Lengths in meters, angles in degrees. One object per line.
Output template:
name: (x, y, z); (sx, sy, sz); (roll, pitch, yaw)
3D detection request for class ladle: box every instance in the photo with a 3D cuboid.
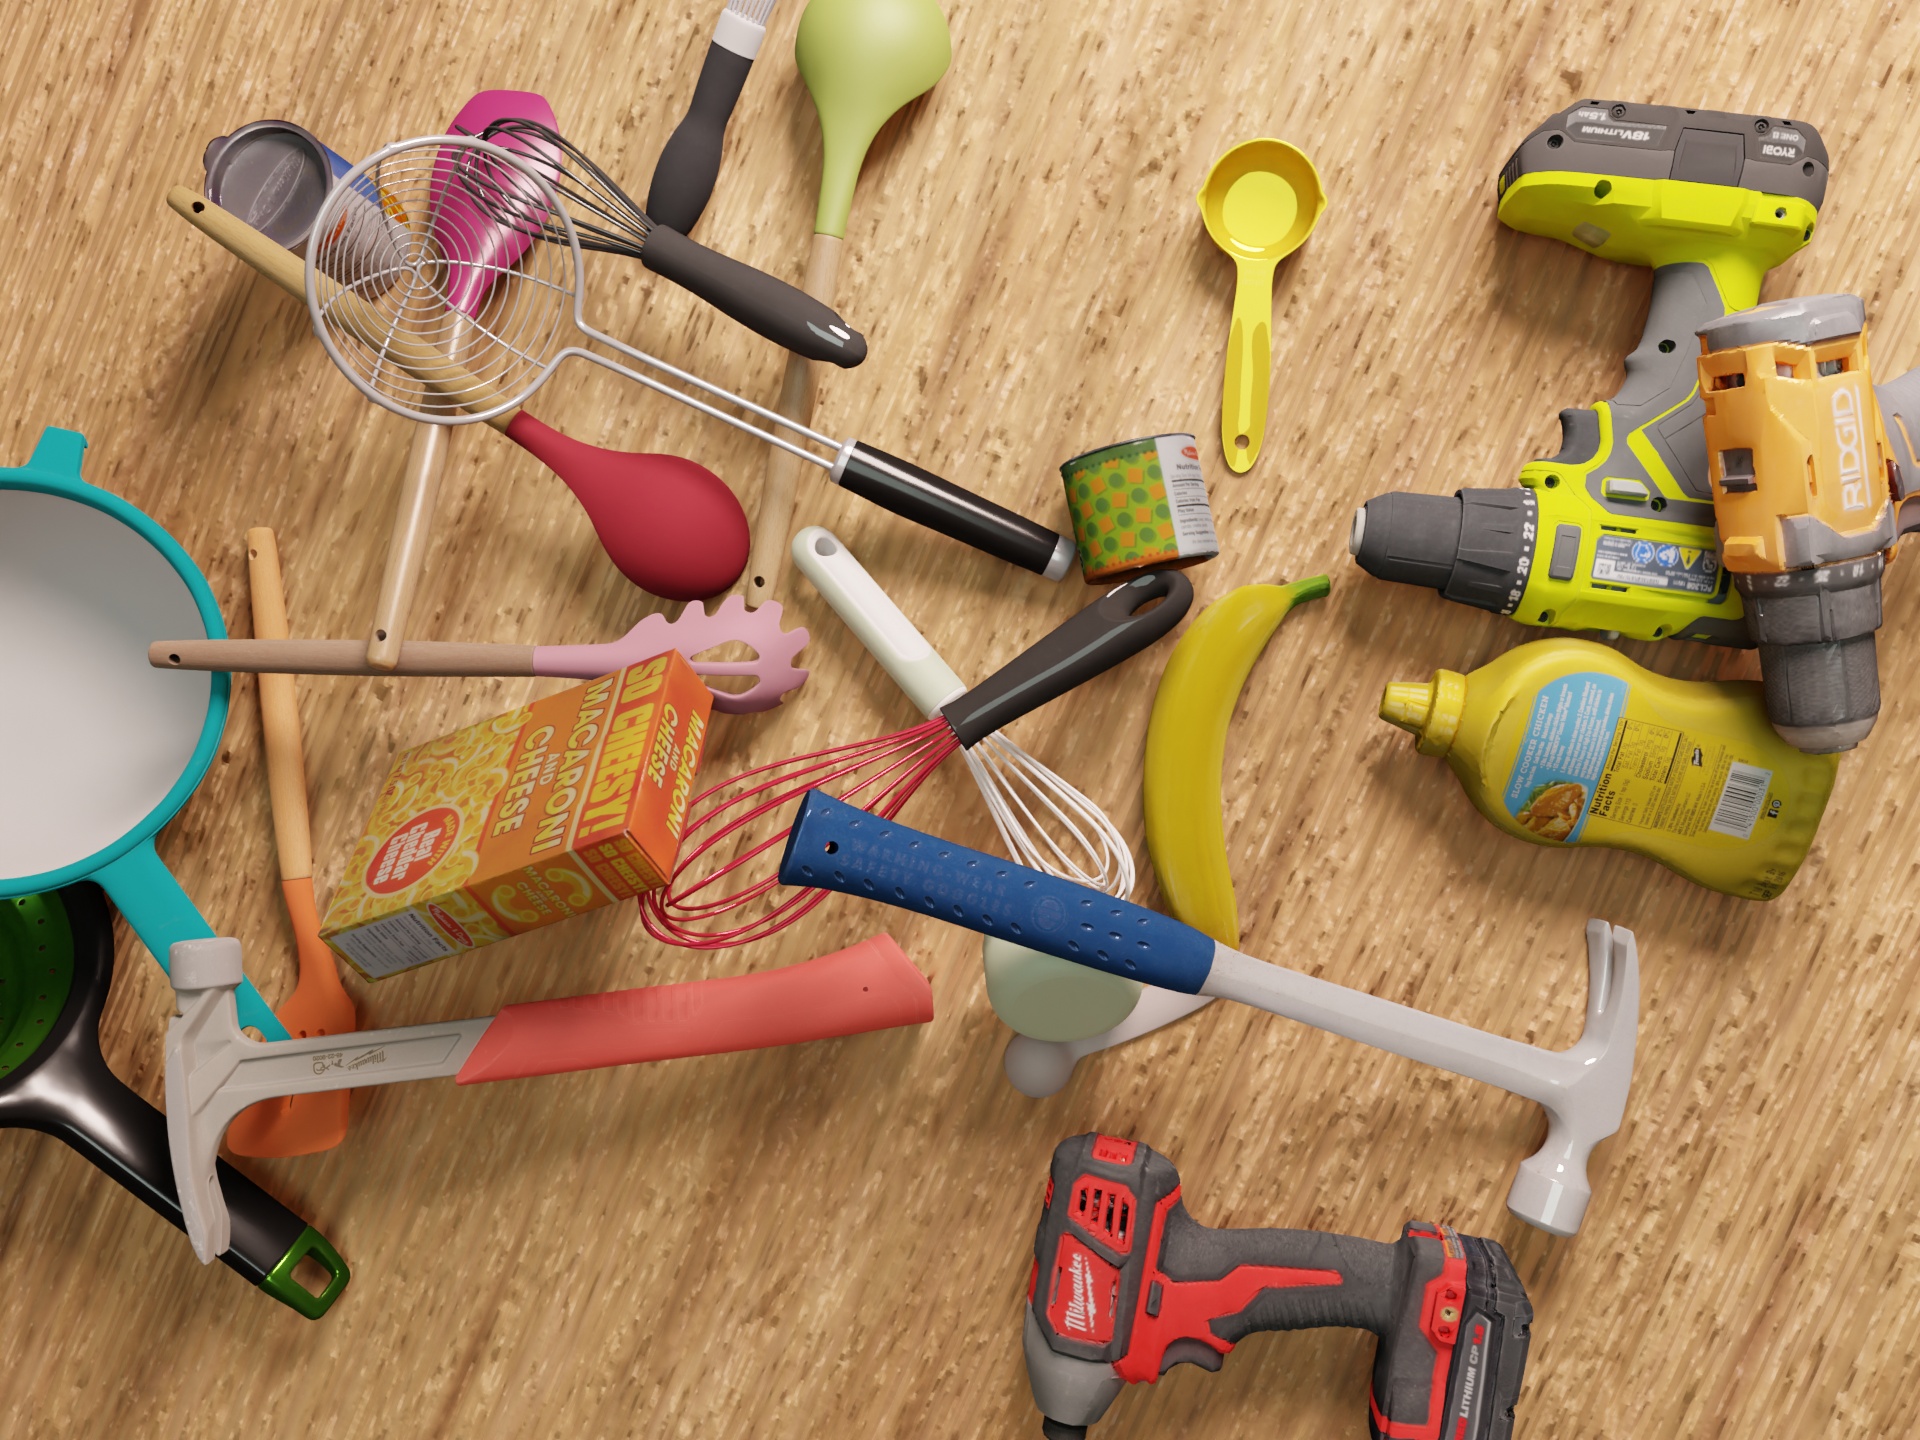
ladle: (-0.068, -0.213, 0.797); (0.078, 0.062, 0.320); (13, 97, 6)
ladle: (-0.238, -0.160, 0.769); (0.315, 0.031, 0.069); (34, 79, -10)

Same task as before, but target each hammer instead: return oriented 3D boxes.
hammer: (0.120, 0.107, 0.708); (0.405, 0.035, 0.144); (19, 89, -10)
hammer: (-0.191, 0.161, 0.763); (0.359, 0.036, 0.149); (-6, 87, -5)

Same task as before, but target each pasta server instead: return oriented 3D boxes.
pasta server: (-0.234, -0.031, 0.781); (0.316, 0.040, 0.060); (1, 104, -1)

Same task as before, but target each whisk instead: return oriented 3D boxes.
whisk: (-0.147, -0.231, 0.770); (0.239, 0.055, 0.055); (30, 93, 10)
whisk: (-0.019, 0.015, 0.729); (0.296, 0.073, 0.073); (-32, 85, -1)
whisk: (-0.001, -0.002, 0.776); (0.058, 0.059, 0.246); (-34, 78, -33)
whisk: (-0.093, -0.359, 0.758); (0.070, 0.070, 0.284); (31, 115, 7)

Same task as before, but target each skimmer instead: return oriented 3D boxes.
skimmer: (-0.110, -0.145, 0.732); (0.363, 0.090, 0.127); (24, 96, -7)

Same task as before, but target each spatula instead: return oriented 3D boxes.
spatula: (-0.352, 0.058, 0.821); (0.081, 0.041, 0.322); (-9, 86, 24)

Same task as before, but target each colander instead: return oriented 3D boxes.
colander: (-0.487, 0.184, 0.810); (0.397, 0.205, 0.094); (42, 129, -9)

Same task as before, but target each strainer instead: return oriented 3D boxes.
strainer: (-0.439, 0.038, 0.806); (0.211, 0.095, 0.340); (-35, 93, -16)

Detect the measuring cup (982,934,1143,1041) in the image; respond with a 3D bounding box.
measuring cup: (0.013, 0.103, 0.727); (0.167, 0.038, 0.083); (26, 129, -28)

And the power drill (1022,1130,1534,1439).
power drill: (0.138, 0.285, 0.738); (0.220, 0.078, 0.143); (11, 90, 10)

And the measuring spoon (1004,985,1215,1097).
measuring spoon: (0.078, 0.148, 0.775); (0.124, 0.018, 0.034); (-27, 85, 5)

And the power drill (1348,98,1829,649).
power drill: (0.288, -0.153, 0.726); (0.190, 0.080, 0.228); (9, 93, 6)

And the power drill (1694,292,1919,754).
power drill: (0.420, -0.095, 0.669); (0.226, 0.084, 0.185); (-13, 98, -14)

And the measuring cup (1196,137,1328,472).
measuring cup: (0.142, -0.200, 0.776); (0.062, 0.029, 0.156); (4, 101, 7)

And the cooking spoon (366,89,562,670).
cooking spoon: (-0.254, -0.178, 0.792); (0.069, 0.017, 0.319); (6, 75, 6)
